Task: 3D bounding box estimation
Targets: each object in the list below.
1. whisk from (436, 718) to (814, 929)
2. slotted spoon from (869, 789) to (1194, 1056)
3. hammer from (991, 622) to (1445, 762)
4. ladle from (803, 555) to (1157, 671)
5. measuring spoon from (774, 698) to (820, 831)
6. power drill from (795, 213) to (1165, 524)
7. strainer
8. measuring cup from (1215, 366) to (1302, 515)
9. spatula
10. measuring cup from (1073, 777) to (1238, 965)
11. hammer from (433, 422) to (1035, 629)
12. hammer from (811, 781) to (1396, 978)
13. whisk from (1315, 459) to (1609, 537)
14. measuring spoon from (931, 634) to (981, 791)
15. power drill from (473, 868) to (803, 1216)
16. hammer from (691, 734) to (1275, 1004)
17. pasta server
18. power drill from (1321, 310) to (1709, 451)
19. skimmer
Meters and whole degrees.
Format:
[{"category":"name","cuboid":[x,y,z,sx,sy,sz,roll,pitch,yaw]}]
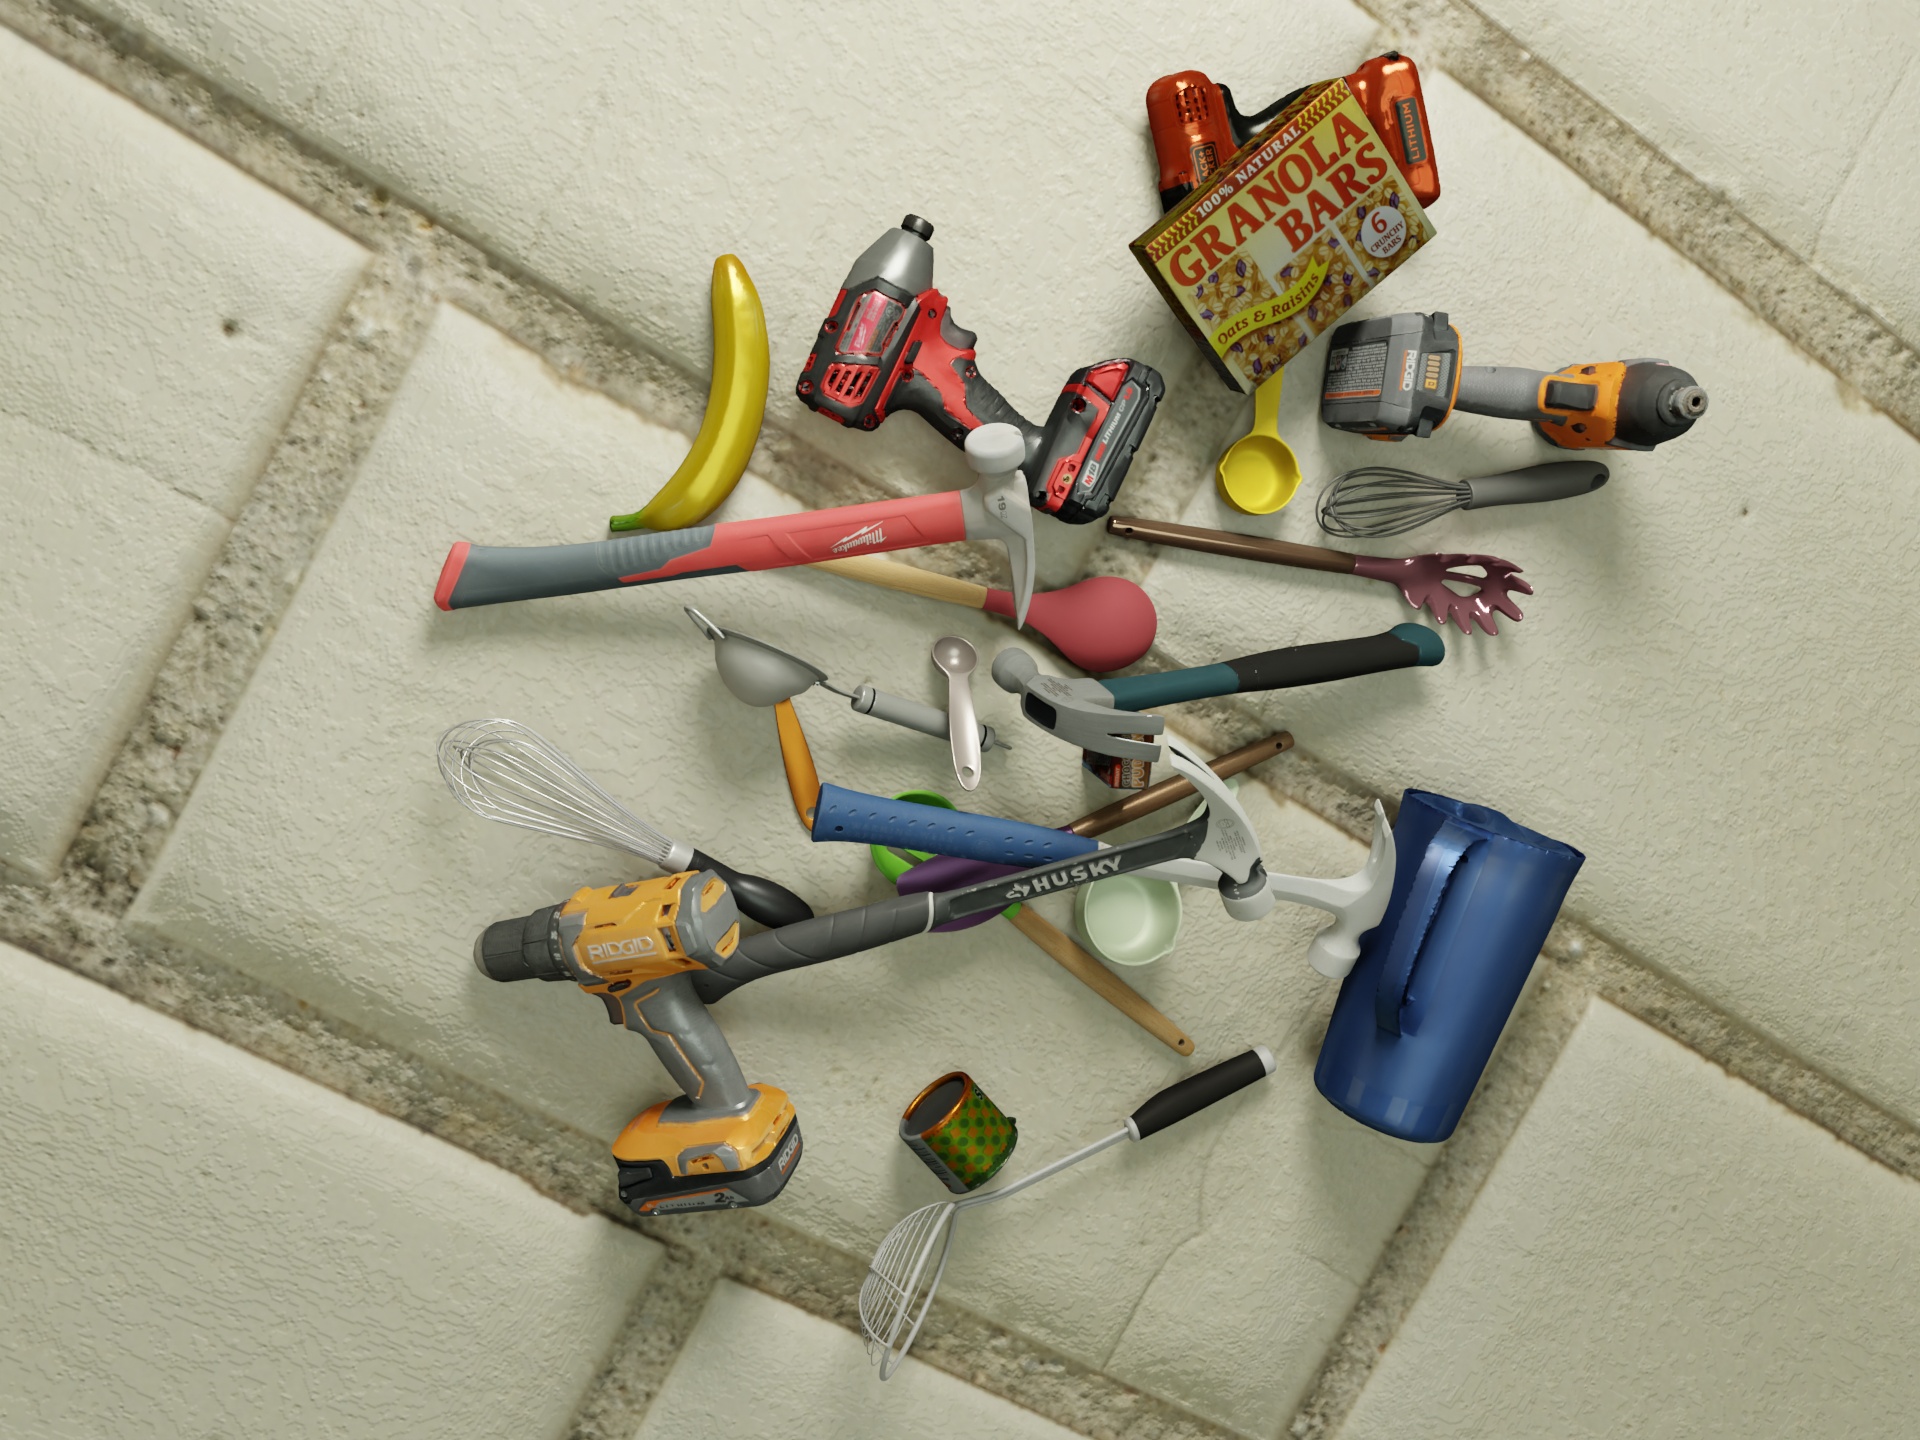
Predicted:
[{"category":"whisk","cuboid":[-0.220,0.079,1.069,0.284,0.070,0.070,30,92,-20]},{"category":"slotted spoon","cuboid":[0.056,0.155,1.153,0.313,0.031,0.070,39,81,-17]},{"category":"hammer","cuboid":[0.195,-0.032,1.102,0.331,0.128,0.033,-10,121,-25]},{"category":"ladle","cuboid":[-0.008,-0.092,1.100,0.315,0.031,0.069,13,99,-12]},{"category":"measuring spoon","cuboid":[-0.114,0.024,1.103,0.021,0.011,0.117,-15,102,-9]},{"category":"power drill","cuboid":[0.015,-0.231,1.058,0.219,0.078,0.143,24,93,-12]},{"category":"strainer","cuboid":[-0.073,-0.015,1.074,0.258,0.087,0.050,18,83,-27]},{"category":"measuring cup","cuboid":[0.212,-0.222,1.129,0.062,0.029,0.156,6,86,-11]},{"category":"spatula","cuboid":[0.103,0.074,1.137,0.316,0.018,0.059,-23,103,-14]},{"category":"measuring cup","cuboid":[0.147,0.106,1.164,0.083,0.038,0.167,44,72,-8]},{"category":"hammer","cuboid":[-0.145,-0.100,1.038,0.386,0.038,0.143,-8,130,0]},{"category":"hammer","cuboid":[0.103,0.090,1.086,0.405,0.035,0.144,10,126,-9]},{"category":"whisk","cuboid":[0.368,-0.167,1.156,0.239,0.055,0.055,-9,101,-15]},{"category":"measuring spoon","cuboid":[-0.002,-0.003,1.086,0.034,0.018,0.124,5,57,-19]},{"category":"power drill","cuboid":[-0.216,0.216,1.067,0.185,0.084,0.226,-11,106,18]},{"category":"hammer","cuboid":[-0.005,0.120,1.061,0.409,0.036,0.149,-16,125,11]},{"category":"pasta server","cuboid":[0.259,-0.114,1.144,0.316,0.040,0.060,8,117,-11]},{"category":"power drill","cuboid":[0.382,-0.226,1.087,0.226,0.164,0.084,5,99,-10]},{"category":"skimmer","cuboid":[0.086,0.352,1.159,0.363,0.127,0.090,-24,61,-12]}]
